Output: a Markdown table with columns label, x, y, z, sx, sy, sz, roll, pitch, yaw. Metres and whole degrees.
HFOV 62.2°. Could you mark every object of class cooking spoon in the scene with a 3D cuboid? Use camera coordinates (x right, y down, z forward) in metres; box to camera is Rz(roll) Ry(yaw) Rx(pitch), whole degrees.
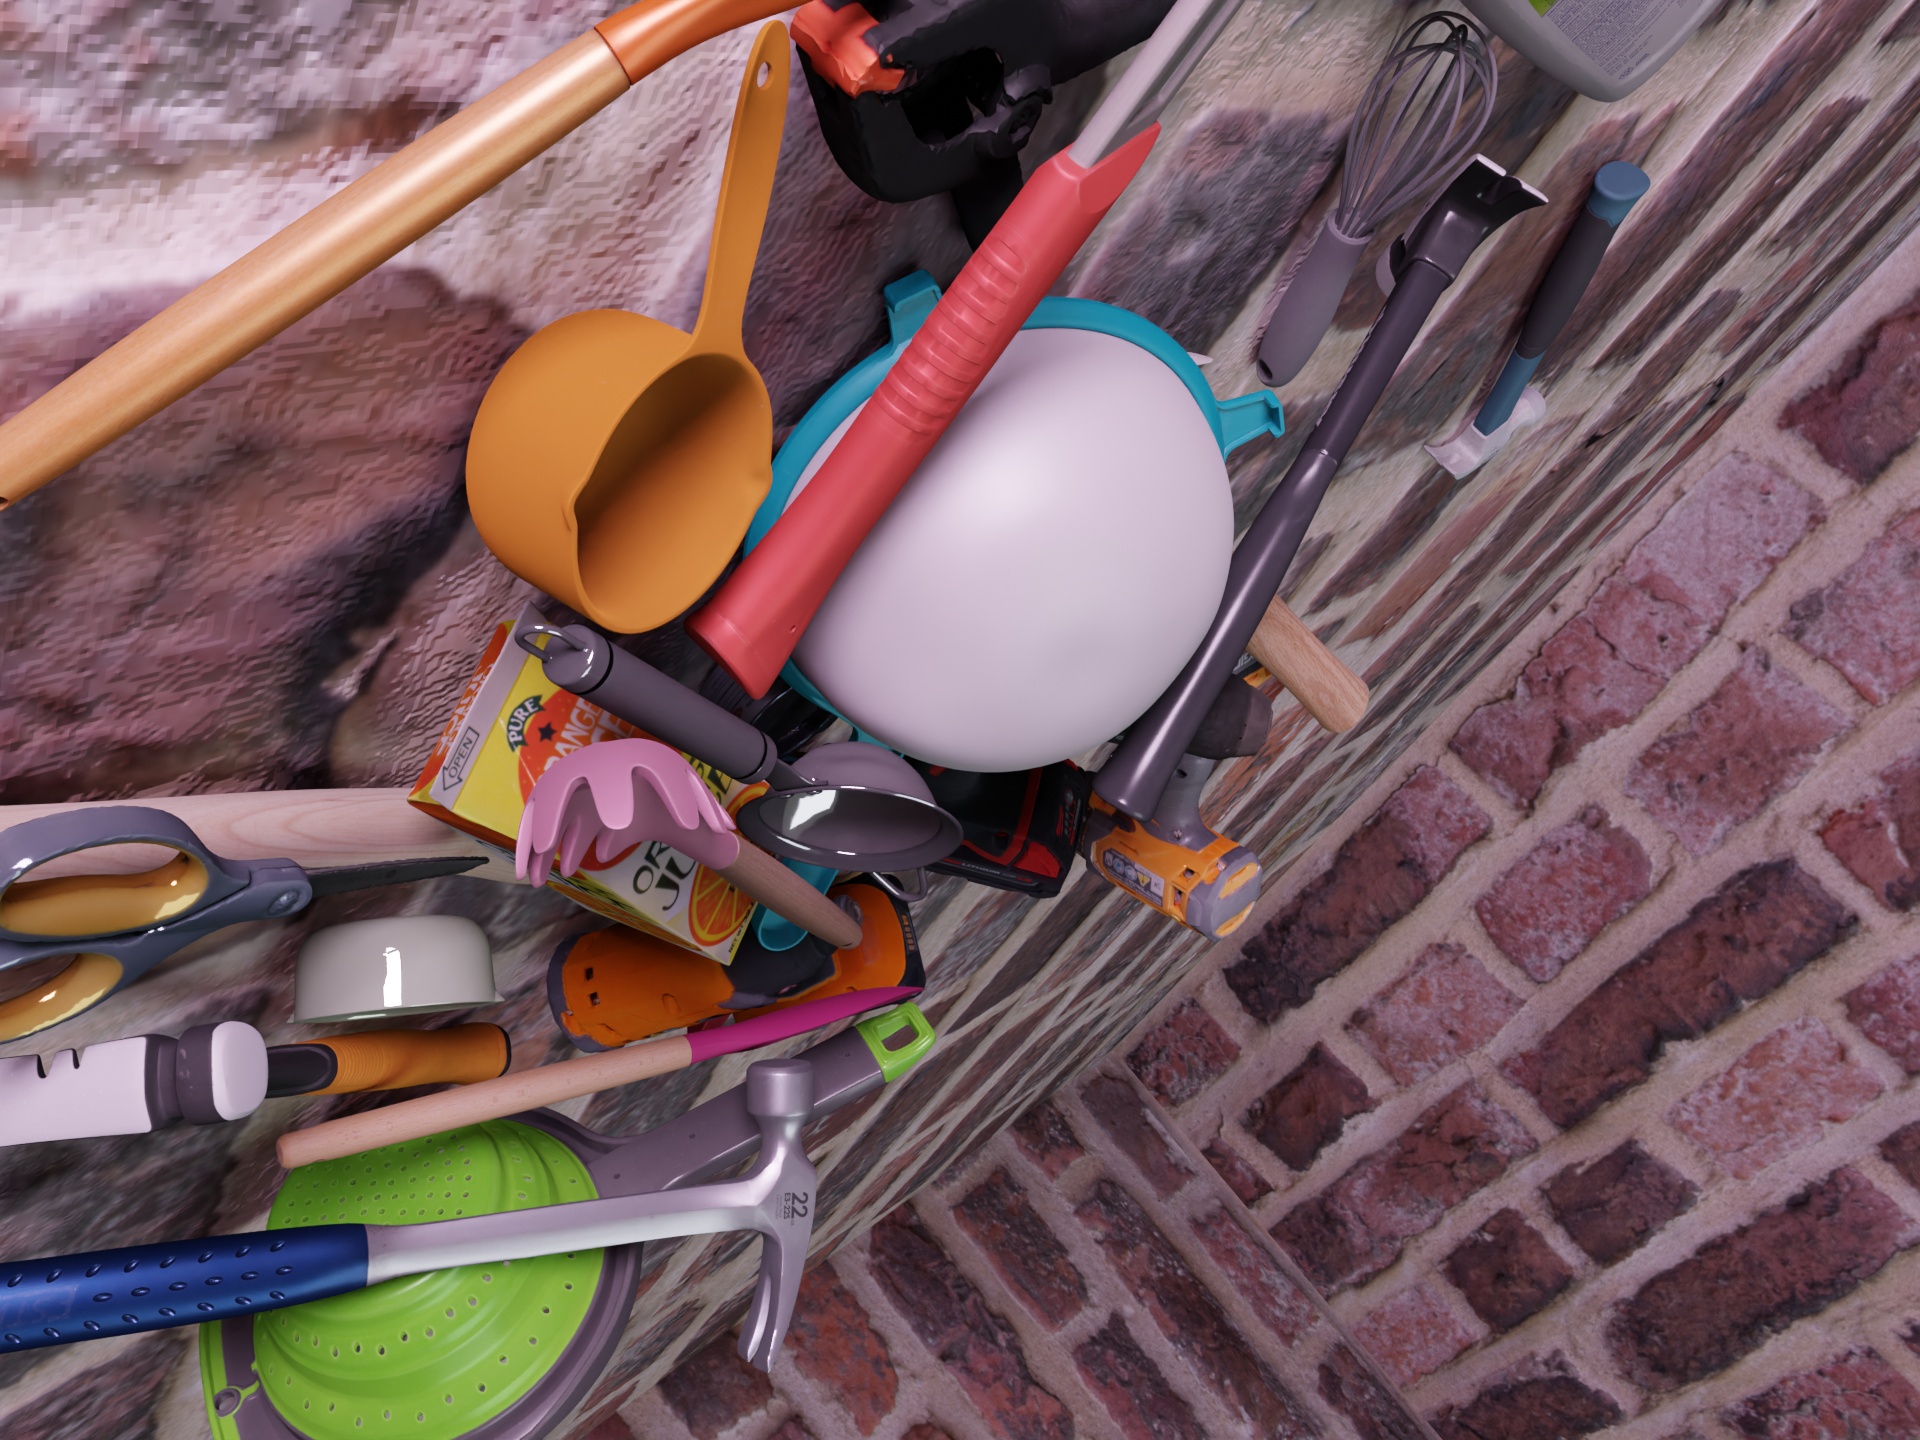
| label | x | y | z | sx | sy | sz | roll | pitch | yaw |
| --- | --- | --- | --- | --- | --- | --- | --- | --- | --- |
| cooking spoon | -0.152 | 0.160 | 0.745 | 0.318 | 0.017 | 0.069 | -8 | 165 | -37 |

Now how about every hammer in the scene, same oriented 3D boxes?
| label | x | y | z | sx | sy | sz | roll | pitch | yaw |
| --- | --- | --- | --- | --- | --- | --- | --- | --- | --- |
| hammer | -0.235 | 0.033 | 0.503 | 0.146 | 0.038 | 0.410 | -48 | 162 | 16 |
| hammer | 0.154 | -0.103 | 0.712 | 0.335 | 0.035 | 0.146 | -59 | -178 | -7 |
| hammer | -0.271 | 0.143 | 0.649 | 0.127 | 0.034 | 0.336 | -8 | 170 | 4 |
| hammer | 0.026 | -0.148 | 0.497 | 0.359 | 0.037 | 0.149 | -50 | 170 | 23 |
| hammer | 0.130 | -0.073 | 0.800 | 0.331 | 0.031 | 0.130 | 33 | 87 | -47 |
| hammer | -0.244 | 0.234 | 0.681 | 0.405 | 0.144 | 0.035 | 3 | 174 | -33 |
| hammer | 0.415 | -0.278 | 1.139 | 0.128 | 0.033 | 0.330 | -38 | 162 | -13 |

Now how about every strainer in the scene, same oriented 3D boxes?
| label | x | y | z | sx | sy | sz | roll | pitch | yaw |
| --- | --- | --- | --- | --- | --- | --- | --- | --- | --- |
| strainer | -0.001 | -0.002 | 0.655 | 0.210 | 0.095 | 0.340 | 9 | 125 | -35 |
| strainer | -0.068 | 0.012 | 0.548 | 0.087 | 0.050 | 0.258 | -8 | 159 | 21 |

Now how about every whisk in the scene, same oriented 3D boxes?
| label | x | y | z | sx | sy | sz | roll | pitch | yaw |
| --- | --- | --- | --- | --- | --- | --- | --- | --- | --- |
| whisk | 0.185 | -0.229 | 0.744 | 0.055 | 0.055 | 0.238 | -34 | 166 | -21 |

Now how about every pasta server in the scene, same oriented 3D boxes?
| label | x | y | z | sx | sy | sz | roll | pitch | yaw |
| --- | --- | --- | --- | --- | --- | --- | --- | --- | --- |
| pasta server | -0.079 | 0.061 | 0.588 | 0.060 | 0.040 | 0.316 | -16 | 161 | 6 |

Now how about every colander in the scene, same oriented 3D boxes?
| label | x | y | z | sx | sy | sz | roll | pitch | yaw |
| --- | --- | --- | --- | --- | --- | --- | --- | --- | --- |
| colander | -0.195 | 0.222 | 0.793 | 0.397 | 0.205 | 0.094 | -25 | 136 | -17 |

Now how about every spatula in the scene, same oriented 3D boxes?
| label | x | y | z | sx | sy | sz | roll | pitch | yaw |
| --- | --- | --- | --- | --- | --- | --- | --- | --- | --- |
| spatula | -0.106 | -0.146 | 0.370 | 0.322 | 0.041 | 0.081 | -36 | 162 | -4 |

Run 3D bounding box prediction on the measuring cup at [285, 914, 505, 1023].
| label | x | y | z | sx | sy | sz | roll | pitch | yaw |
| --- | --- | --- | --- | --- | --- | --- | --- | --- | --- |
| measuring cup | -0.237 | 0.107 | 0.680 | 0.083 | 0.038 | 0.167 | -4 | 171 | -15 |

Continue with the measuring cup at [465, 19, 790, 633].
| label | x | y | z | sx | sy | sz | roll | pitch | yaw |
| --- | --- | --- | --- | --- | --- | --- | --- | --- | --- |
| measuring cup | -0.090 | -0.113 | 0.451 | 0.095 | 0.052 | 0.173 | -22 | 134 | -60 |

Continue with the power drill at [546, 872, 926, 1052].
| label | x | y | z | sx | sy | sz | roll | pitch | yaw |
| --- | --- | --- | --- | --- | --- | --- | --- | --- | --- |
| power drill | -0.099 | 0.129 | 0.879 | 0.164 | 0.084 | 0.226 | -18 | 168 | 16 |

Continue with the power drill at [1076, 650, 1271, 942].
| label | x | y | z | sx | sy | sz | roll | pitch | yaw |
| --- | --- | --- | --- | --- | --- | --- | --- | --- | --- |
| power drill | 0.105 | 0.007 | 0.976 | 0.084 | 0.185 | 0.226 | -30 | 134 | -34 |

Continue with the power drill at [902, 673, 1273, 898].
| label | x | y | z | sx | sy | sz | roll | pitch | yaw |
| --- | --- | --- | --- | --- | --- | --- | --- | --- | --- |
| power drill | 0.047 | 0.016 | 0.840 | 0.226 | 0.188 | 0.080 | 106 | -3 | -62 |

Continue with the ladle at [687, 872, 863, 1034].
| label | x | y | z | sx | sy | sz | roll | pitch | yaw |
| --- | --- | --- | --- | --- | --- | --- | --- | --- | --- |
| ladle | -0.066 | 0.099 | 1.042 | 0.315 | 0.031 | 0.069 | -42 | 173 | -3 |
